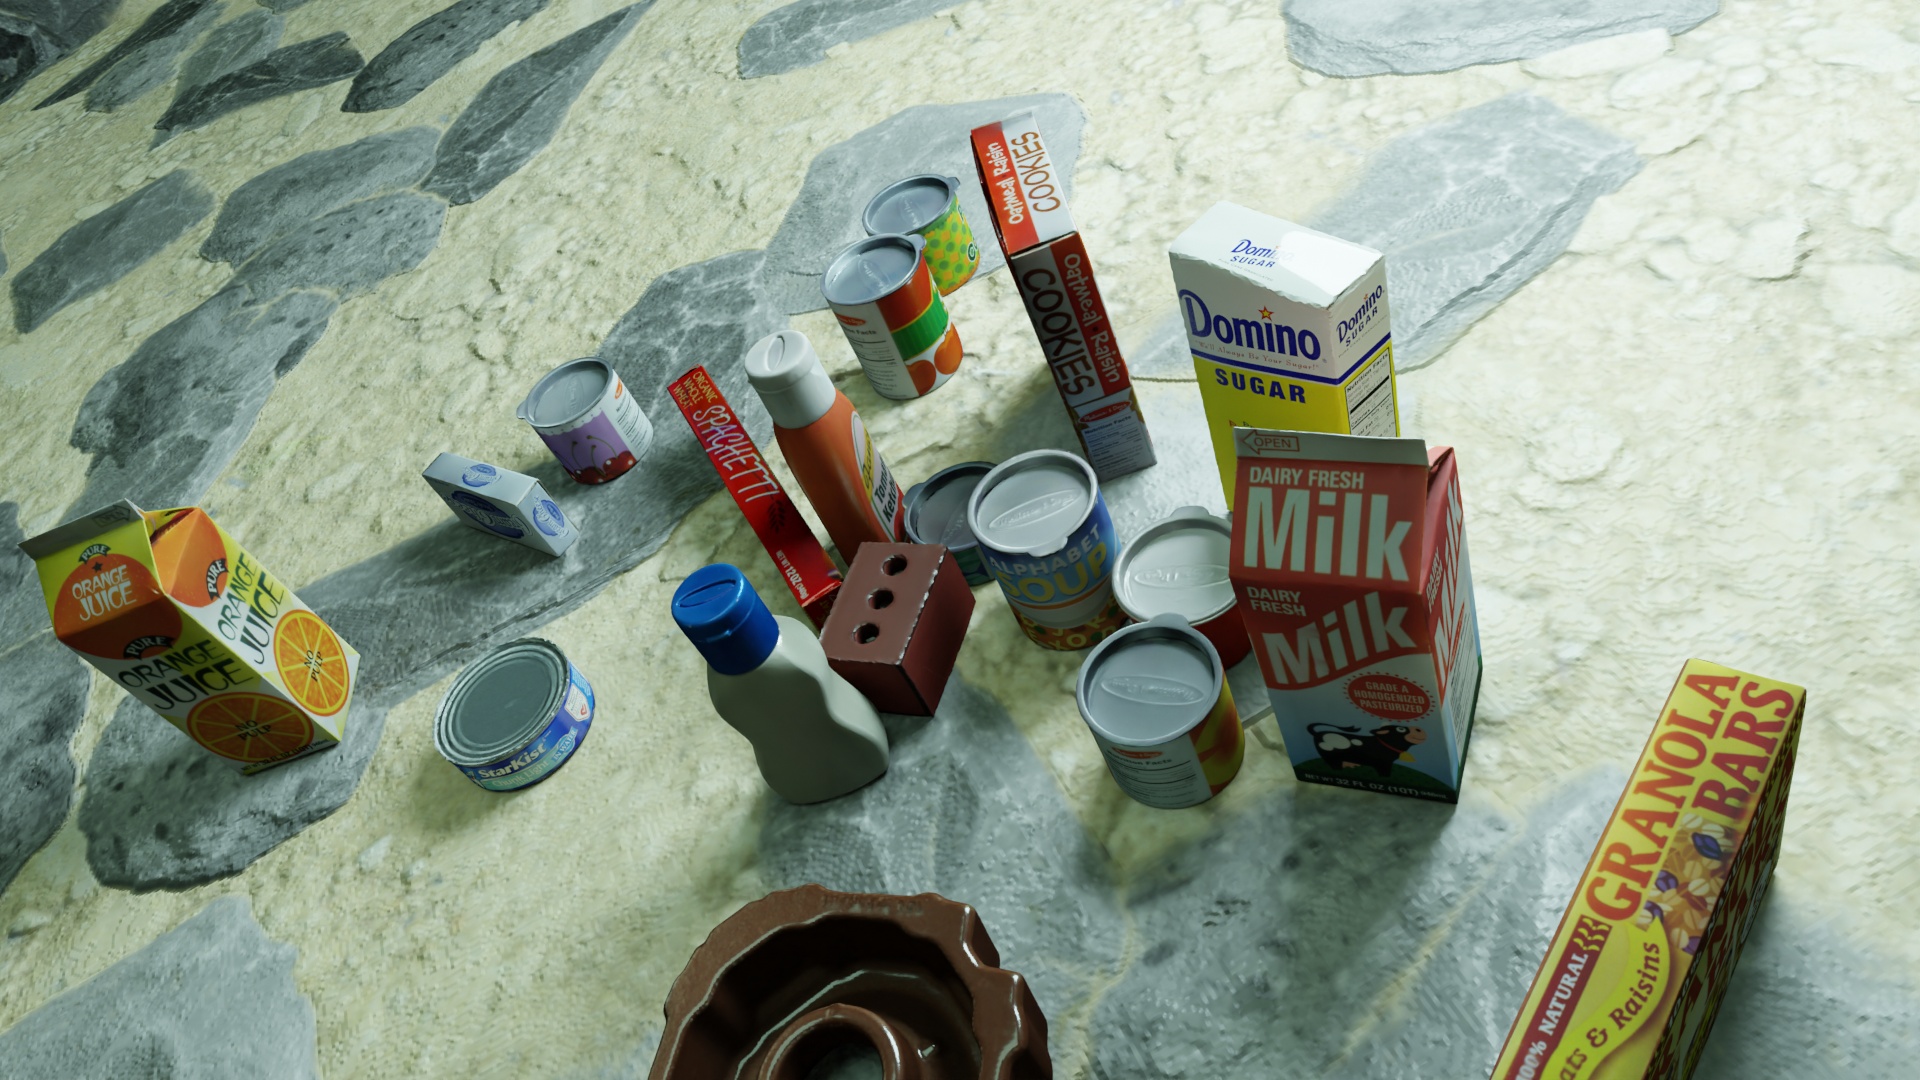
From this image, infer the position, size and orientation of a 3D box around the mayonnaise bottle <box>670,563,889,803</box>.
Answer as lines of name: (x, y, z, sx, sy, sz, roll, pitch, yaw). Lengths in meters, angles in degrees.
mayonnaise bottle: (-0.086, 0.069, 0.658, 0.065, 0.147, 0.041, -21, 45, 7)

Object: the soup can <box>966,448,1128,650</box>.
soup can: (0.048, 0.008, 0.698, 0.071, 0.083, 0.072, -13, 46, 14)

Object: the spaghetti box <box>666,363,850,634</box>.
spaghetti box: (-0.118, -0.025, 0.828, 0.029, 0.050, 0.251, -33, 45, -6)

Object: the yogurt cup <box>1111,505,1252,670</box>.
yogurt cup: (0.112, 0.029, 0.670, 0.072, 0.053, 0.073, -13, 46, 14)

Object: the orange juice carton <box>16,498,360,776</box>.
orange juice carton: (-0.444, 0.050, 0.808, 0.072, 0.191, 0.073, -19, 45, 8)

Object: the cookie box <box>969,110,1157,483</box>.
cookie box: (0.056, -0.132, 0.762, 0.040, 0.166, 0.123, -20, 45, 7)

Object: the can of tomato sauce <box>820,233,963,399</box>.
can of tomato sauce: (-0.040, -0.142, 0.875, 0.071, 0.082, 0.071, -13, 46, 14)

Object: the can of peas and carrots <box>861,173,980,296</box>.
can of peas and carrots: (-0.024, -0.207, 0.945, 0.071, 0.058, 0.071, -13, 46, 14)

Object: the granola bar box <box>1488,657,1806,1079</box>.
granola bar box: (0.230, 0.140, 0.464, 0.039, 0.123, 0.166, 19, 60, 37)

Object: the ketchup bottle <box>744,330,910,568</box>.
ketchup bottle: (-0.071, -0.048, 0.758, 0.043, 0.148, 0.065, -13, 46, 14)

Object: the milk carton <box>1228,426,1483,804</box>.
milk carton: (0.160, 0.022, 0.557, 0.072, 0.189, 0.074, 5, 53, 29)

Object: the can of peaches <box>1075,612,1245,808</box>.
can of peaches: (0.093, 0.078, 0.631, 0.071, 0.057, 0.071, -13, 46, 14)

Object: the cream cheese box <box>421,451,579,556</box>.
cream cheese box: (-0.301, -0.024, 0.910, 0.104, 0.053, 0.024, 15, 58, 34)

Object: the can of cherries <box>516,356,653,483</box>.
can of cherries: (-0.252, -0.080, 0.934, 0.071, 0.058, 0.072, -13, 46, 14)

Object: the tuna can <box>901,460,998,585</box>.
tuna can: (0.003, -0.010, 0.771, 0.071, 0.032, 0.071, -13, 46, 14)
